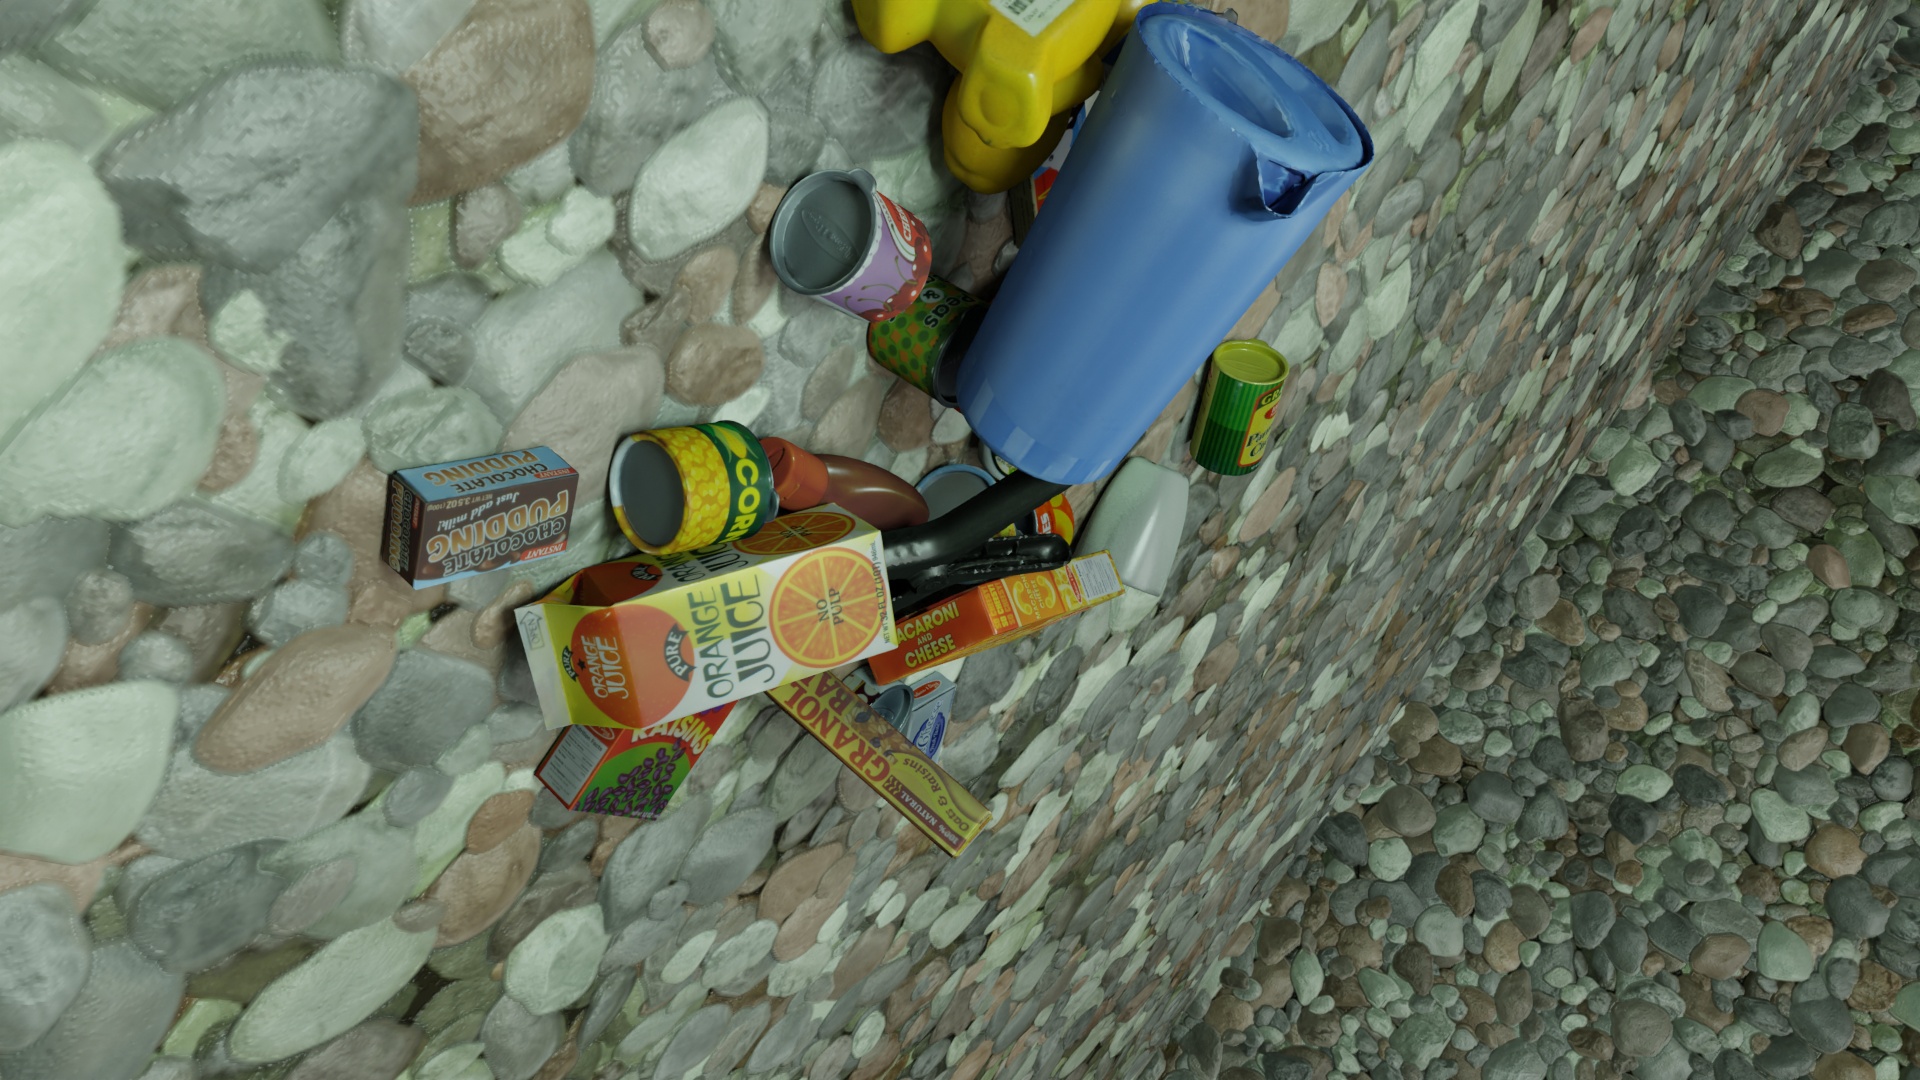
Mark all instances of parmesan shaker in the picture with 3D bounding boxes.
[{"bbox_3d":[0.246,-0.117,1.225,0.071,0.071,0.102,-32,144,-36],"label":"parmesan shaker"}]

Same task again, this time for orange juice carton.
[{"bbox_3d":[-0.137,0.043,0.755,0.193,0.073,0.071,-16,111,-23],"label":"orange juice carton"}]

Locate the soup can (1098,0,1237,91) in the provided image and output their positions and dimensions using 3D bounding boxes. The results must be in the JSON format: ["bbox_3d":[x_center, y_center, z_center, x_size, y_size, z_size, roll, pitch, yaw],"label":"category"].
[{"bbox_3d":[0.110,-0.292,0.816,0.071,0.084,0.071,-37,147,-30],"label":"soup can"}]

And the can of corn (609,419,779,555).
[{"bbox_3d":[-0.140,-0.027,0.730,0.058,0.071,0.070,-13,131,-50],"label":"can of corn"}]

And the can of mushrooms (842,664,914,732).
[{"bbox_3d":[-0.070,0.129,1.039,0.071,0.033,0.070,-38,147,-30],"label":"can of mushrooms"}]

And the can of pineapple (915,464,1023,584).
[{"bbox_3d":[0.003,-0.012,0.966,0.071,0.071,0.057,-47,150,-14],"label":"can of pineapple"}]

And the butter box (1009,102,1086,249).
[{"bbox_3d":[0.055,-0.228,0.863,0.053,0.024,0.103,-43,149,-20],"label":"butter box"}]

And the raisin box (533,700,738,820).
[{"bbox_3d":[-0.185,0.105,0.835,0.123,0.040,0.086,-56,151,0],"label":"raisin box"}]

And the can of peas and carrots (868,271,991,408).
[{"bbox_3d":[-0.013,-0.123,0.834,0.071,0.059,0.070,-37,146,-30],"label":"can of peas and carrots"}]

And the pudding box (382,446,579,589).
[{"bbox_3d":[-0.227,-0.012,0.659,0.084,0.030,0.049,-16,134,-49],"label":"pudding box"}]

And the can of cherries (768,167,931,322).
[{"bbox_3d":[-0.055,-0.154,0.728,0.071,0.071,0.058,-60,151,8],"label":"can of cherries"}]

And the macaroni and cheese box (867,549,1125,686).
[{"bbox_3d":[0.026,0.056,1.036,0.123,0.040,0.167,-27,171,38],"label":"macaroni and cheese box"}]

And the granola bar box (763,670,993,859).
[{"bbox_3d":[-0.053,0.140,0.907,0.039,0.166,0.124,-49,170,-9],"label":"granola bar box"}]

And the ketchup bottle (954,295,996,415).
[{"bbox_3d":[0.044,-0.148,0.910,0.149,0.043,0.064,-49,160,-12],"label":"ketchup bottle"}]

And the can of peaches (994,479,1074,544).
[{"bbox_3d":[0.045,-0.010,1.027,0.058,0.071,0.071,-2,122,-57],"label":"can of peaches"}]

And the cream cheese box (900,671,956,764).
[{"bbox_3d":[-0.037,0.160,1.131,0.053,0.024,0.103,-25,139,-43],"label":"cream cheese box"}]

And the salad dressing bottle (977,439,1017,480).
[{"bbox_3d":[0.068,-0.105,0.957,0.147,0.064,0.044,-56,-171,22],"label":"salad dressing bottle"}]

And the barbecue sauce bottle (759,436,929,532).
[{"bbox_3d":[-0.078,-0.025,0.855,0.065,0.044,0.148,-44,152,10],"label":"barbecue sauce bottle"}]
